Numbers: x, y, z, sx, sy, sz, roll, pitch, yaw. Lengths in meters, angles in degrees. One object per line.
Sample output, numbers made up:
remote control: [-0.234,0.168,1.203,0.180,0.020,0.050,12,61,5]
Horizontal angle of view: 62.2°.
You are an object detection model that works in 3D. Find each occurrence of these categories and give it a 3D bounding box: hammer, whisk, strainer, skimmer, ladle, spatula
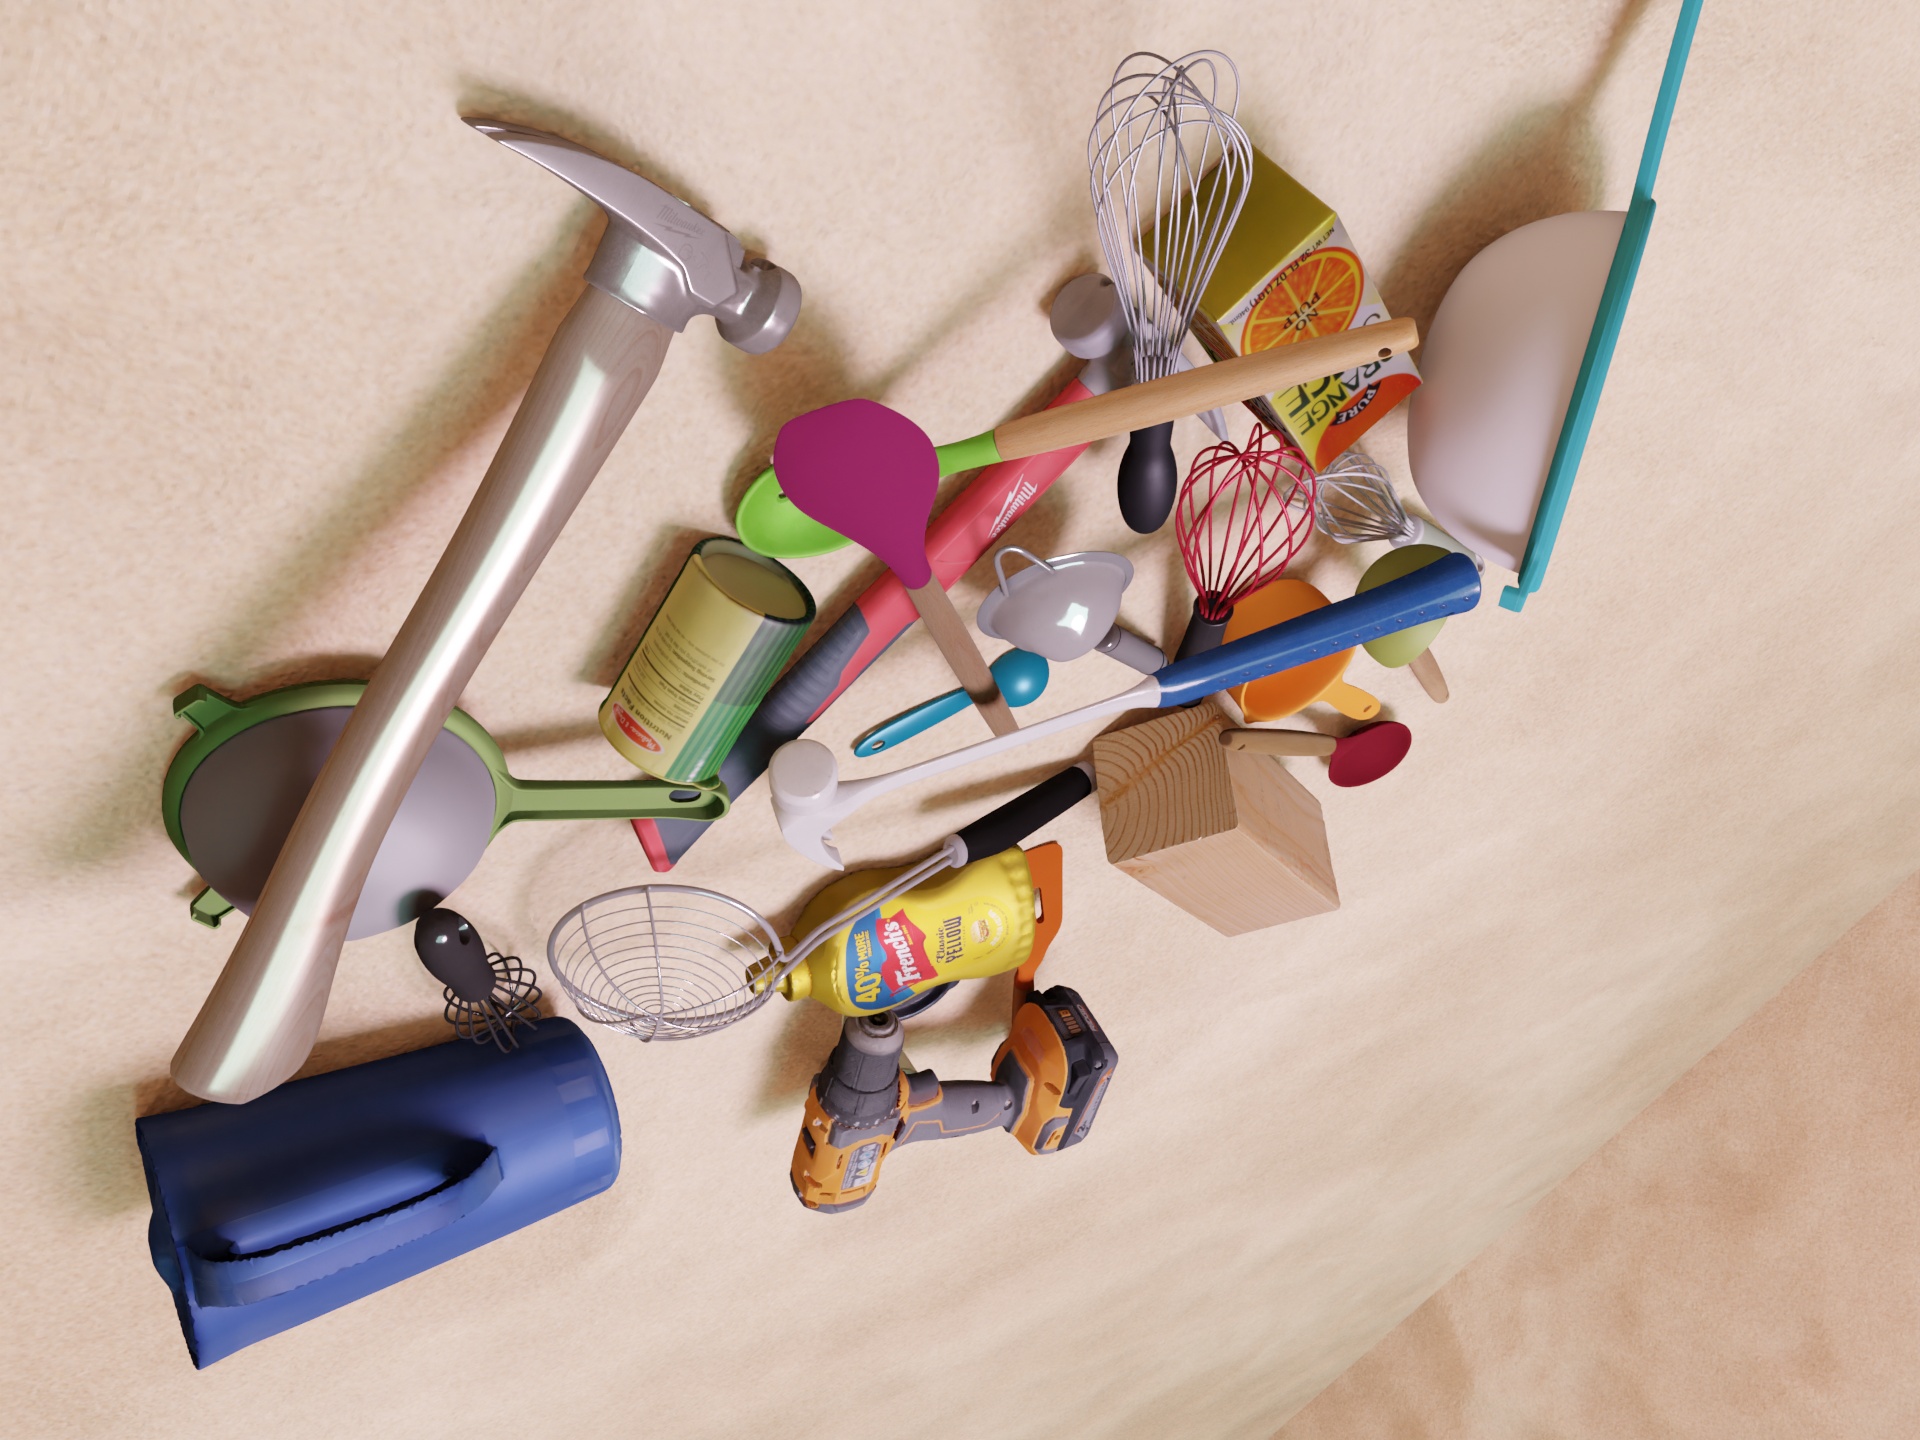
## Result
hammer: [-0.216,-0.026,0.627,0.146,0.038,0.410,22,102,-48]
whisk: [0.146,-0.073,0.897,0.073,0.073,0.295,-26,159,-11]
hammer: [-0.028,-0.055,0.833,0.386,0.038,0.143,-44,146,14]
strainer: [0.079,-0.048,0.887,0.087,0.050,0.258,-26,164,18]
strainer: [0.303,-0.238,0.832,0.211,0.095,0.340,-42,143,-59]
whisk: [0.275,-0.120,0.998,0.059,0.058,0.246,-14,163,36]
whisk: [0.088,-0.171,0.702,0.070,0.070,0.284,-27,152,-10]
skimmer: [-0.066,0.085,0.951,0.363,0.090,0.127,-27,148,-35]
strainer: [-0.229,0.057,0.737,0.256,0.069,0.151,0,134,-22]
hammer: [0.093,-0.011,0.859,0.405,0.035,0.144,-19,162,-11]
ladle: [0.243,0.018,1.096,0.069,0.031,0.315,-47,156,21]
spatula: [0.044,0.202,1.211,0.081,0.041,0.322,-23,148,-14]
whisk: [-0.246,0.128,0.805,0.055,0.055,0.239,-23,165,-16]
ladle: [0.314,-0.046,1.063,0.320,0.062,0.078,27,86,-64]

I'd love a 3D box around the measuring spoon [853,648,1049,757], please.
measuring spoon: [-0.001,-0.003,0.927,0.128,0.021,0.042,-26,144,-13]

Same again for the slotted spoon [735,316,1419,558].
slotted spoon: [0.042,-0.128,0.702,0.314,0.031,0.070,-12,150,19]

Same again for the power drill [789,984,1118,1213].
power drill: [-0.004,0.253,1.127,0.226,0.084,0.185,-8,133,-27]

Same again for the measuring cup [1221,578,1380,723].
measuring cup: [0.226,-0.039,1.045,0.095,0.052,0.173,-47,145,17]

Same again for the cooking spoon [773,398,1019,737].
cooking spoon: [-0.014,-0.058,0.779,0.069,0.017,0.318,-17,151,9]

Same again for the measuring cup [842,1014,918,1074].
measuring cup: [-0.075,0.240,1.150,0.083,0.038,0.167,-25,140,-16]
